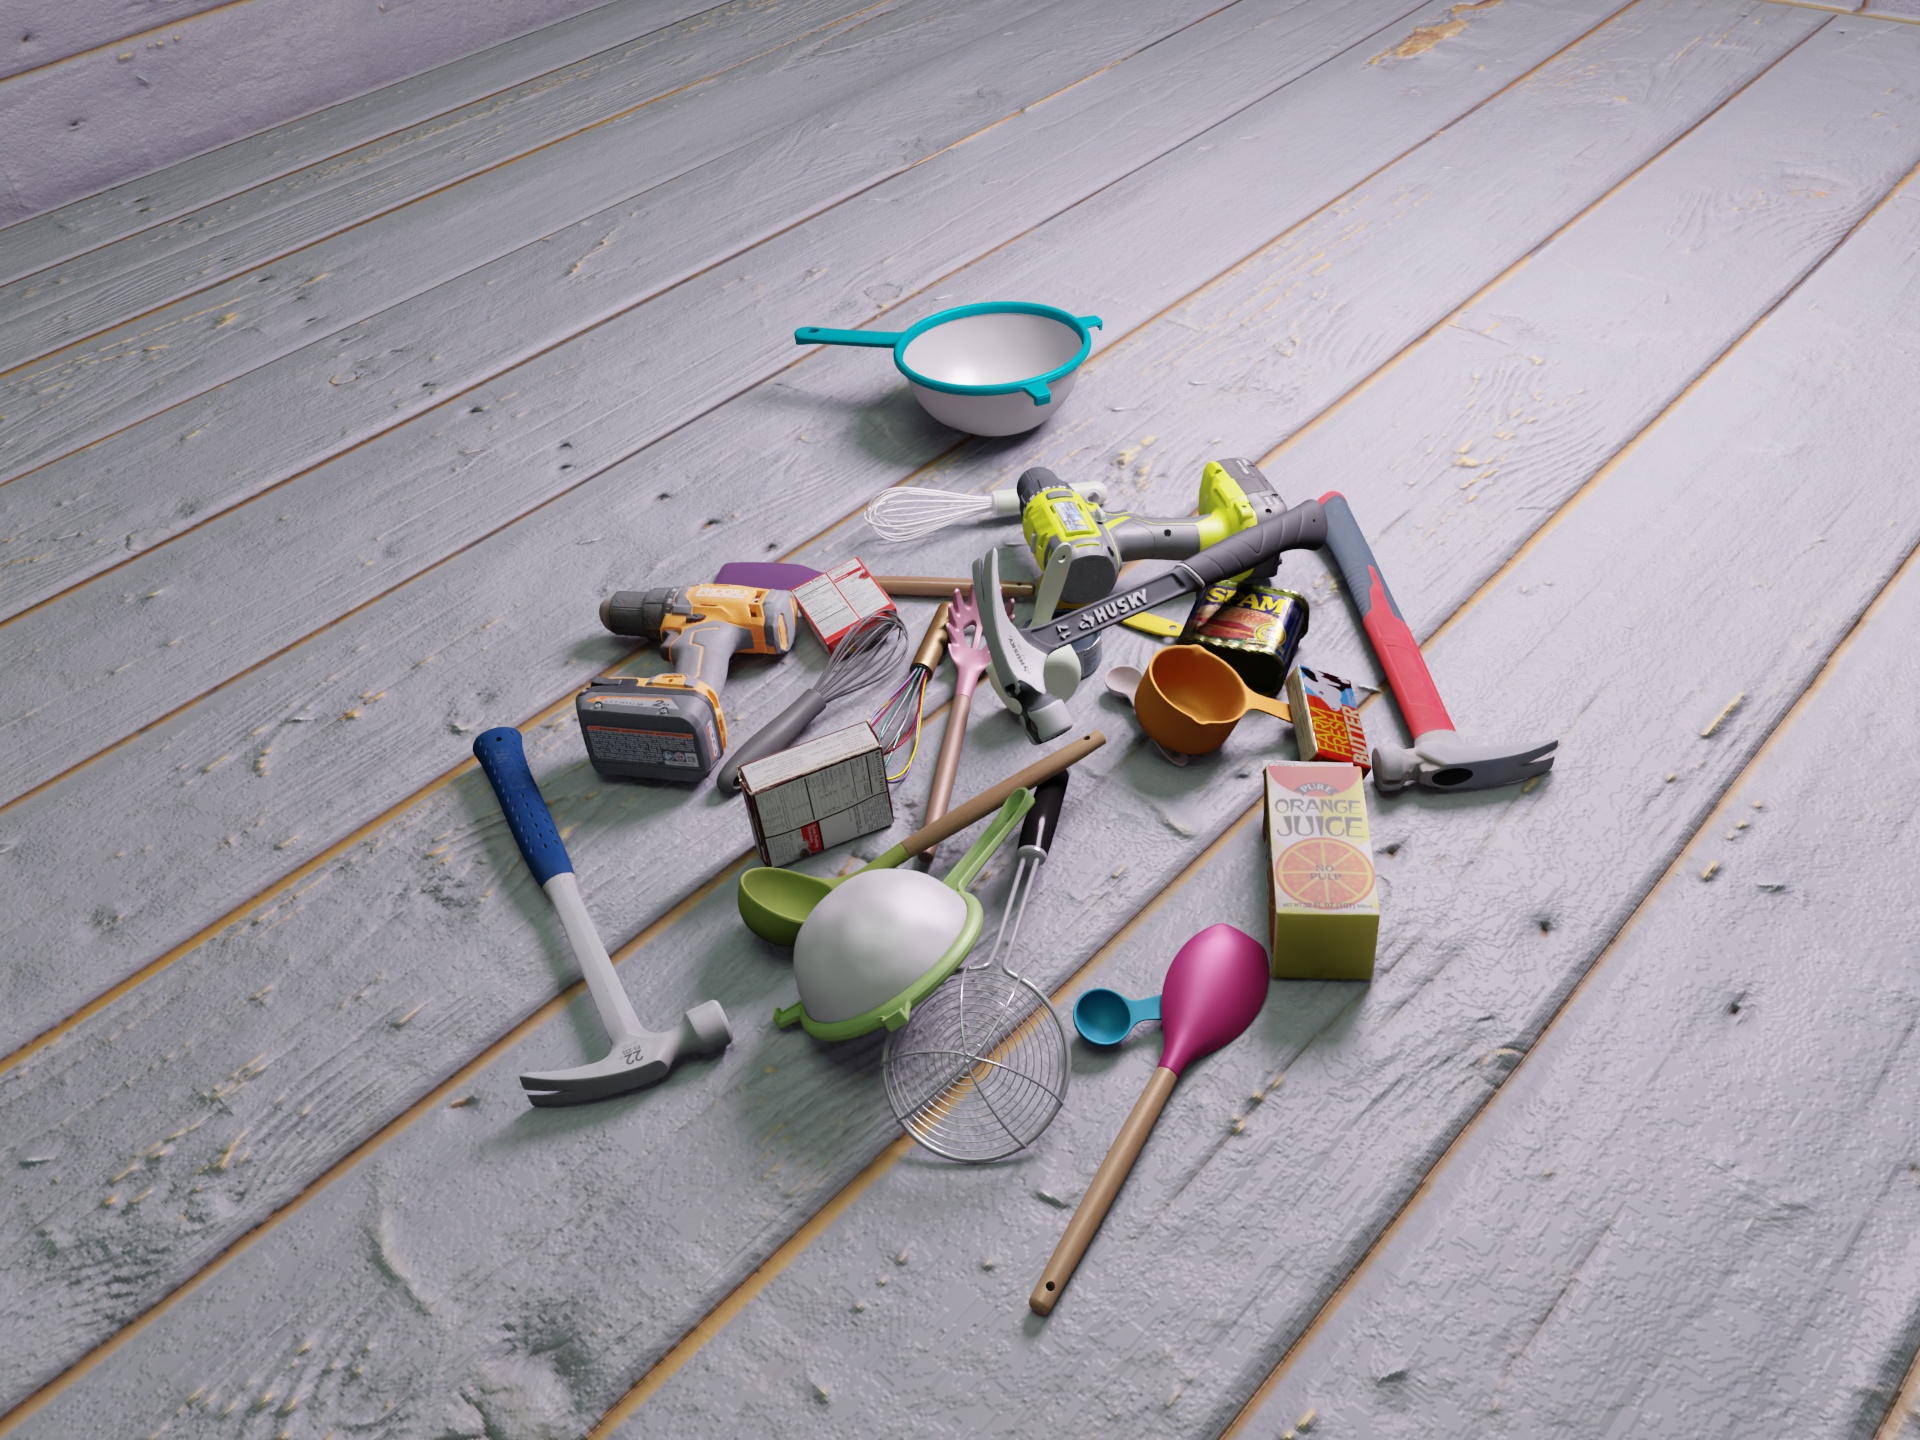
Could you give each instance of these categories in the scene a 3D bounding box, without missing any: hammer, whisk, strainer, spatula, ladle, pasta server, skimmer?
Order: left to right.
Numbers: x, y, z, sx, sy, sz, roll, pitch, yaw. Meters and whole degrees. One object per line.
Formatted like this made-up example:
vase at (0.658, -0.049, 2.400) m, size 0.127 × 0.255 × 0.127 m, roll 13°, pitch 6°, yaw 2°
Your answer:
hammer at (-0.315, 0.134, 1.234) m, size 0.144 × 0.035 × 0.406 m, roll -22°, pitch 43°, yaw -17°
whisk at (-0.126, -0.016, 1.377) m, size 0.055 × 0.055 × 0.239 m, roll 25°, pitch 55°, yaw 31°
spatula at (-0.085, -0.128, 1.517) m, size 0.316 × 0.018 × 0.060 m, roll 3°, pitch 47°, yaw 12°
whisk at (-0.044, -0.031, 1.384) m, size 0.047 × 0.051 × 0.245 m, roll 1°, pitch 38°, yaw 18°
strainer at (-0.034, 0.116, 1.138) m, size 0.151 × 0.069 × 0.256 m, roll -12°, pitch 29°, yaw 51°
ladle at (-0.024, 0.078, 1.220) m, size 0.320 × 0.062 × 0.078 m, roll -29°, pitch 39°, yaw -16°
strainer at (-0.022, -0.376, 1.735) m, size 0.340 × 0.095 × 0.211 m, roll 9°, pitch 41°, yaw 20°
pasta server at (-0.002, -0.004, 1.350) m, size 0.060 × 0.040 × 0.316 m, roll 10°, pitch 44°, yaw 3°
whisk at (0.026, -0.215, 1.582) m, size 0.246 × 0.057 × 0.059 m, roll -6°, pitch 33°, yaw -7°
skimmer at (0.038, 0.158, 1.166) m, size 0.127 × 0.090 × 0.363 m, roll 8°, pitch 33°, yaw 9°
hammer at (0.172, -0.117, 1.308) m, size 0.409 × 0.149 × 0.036 m, roll -25°, pitch -1°, yaw -37°
hammer at (0.386, -0.083, 1.388) m, size 0.143 × 0.038 × 0.387 m, roll -5°, pitch 41°, yaw -1°

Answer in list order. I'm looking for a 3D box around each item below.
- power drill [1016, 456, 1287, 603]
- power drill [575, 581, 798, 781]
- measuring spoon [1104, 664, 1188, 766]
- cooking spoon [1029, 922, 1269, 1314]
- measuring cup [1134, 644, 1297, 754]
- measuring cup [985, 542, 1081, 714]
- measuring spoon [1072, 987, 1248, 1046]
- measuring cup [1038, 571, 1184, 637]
power drill at (0.169, -0.187, 1.483) m, size 0.228 × 0.080 × 0.191 m, roll -6°, pitch 37°, yaw -11°
power drill at (-0.262, -0.048, 1.405) m, size 0.185 × 0.084 × 0.226 m, roll 5°, pitch 38°, yaw 13°
measuring spoon at (0.159, -0.001, 1.346) m, size 0.034 × 0.018 × 0.124 m, roll -19°, pitch 49°, yaw -14°
cooking spoon at (0.125, 0.252, 1.047) m, size 0.069 × 0.017 × 0.319 m, roll 30°, pitch 53°, yaw 11°
measuring cup at (0.226, -0.001, 1.316) m, size 0.173 × 0.052 × 0.095 m, roll 17°, pitch 43°, yaw -10°
measuring cup at (0.074, -0.071, 1.320) m, size 0.083 × 0.167 × 0.038 m, roll -6°, pitch 44°, yaw -22°
measuring spoon at (0.139, 0.205, 1.113) m, size 0.128 × 0.021 × 0.042 m, roll -6°, pitch 57°, yaw -13°
measuring cup at (0.139, -0.110, 1.455) m, size 0.157 × 0.029 × 0.062 m, roll 21°, pitch 48°, yaw 32°
